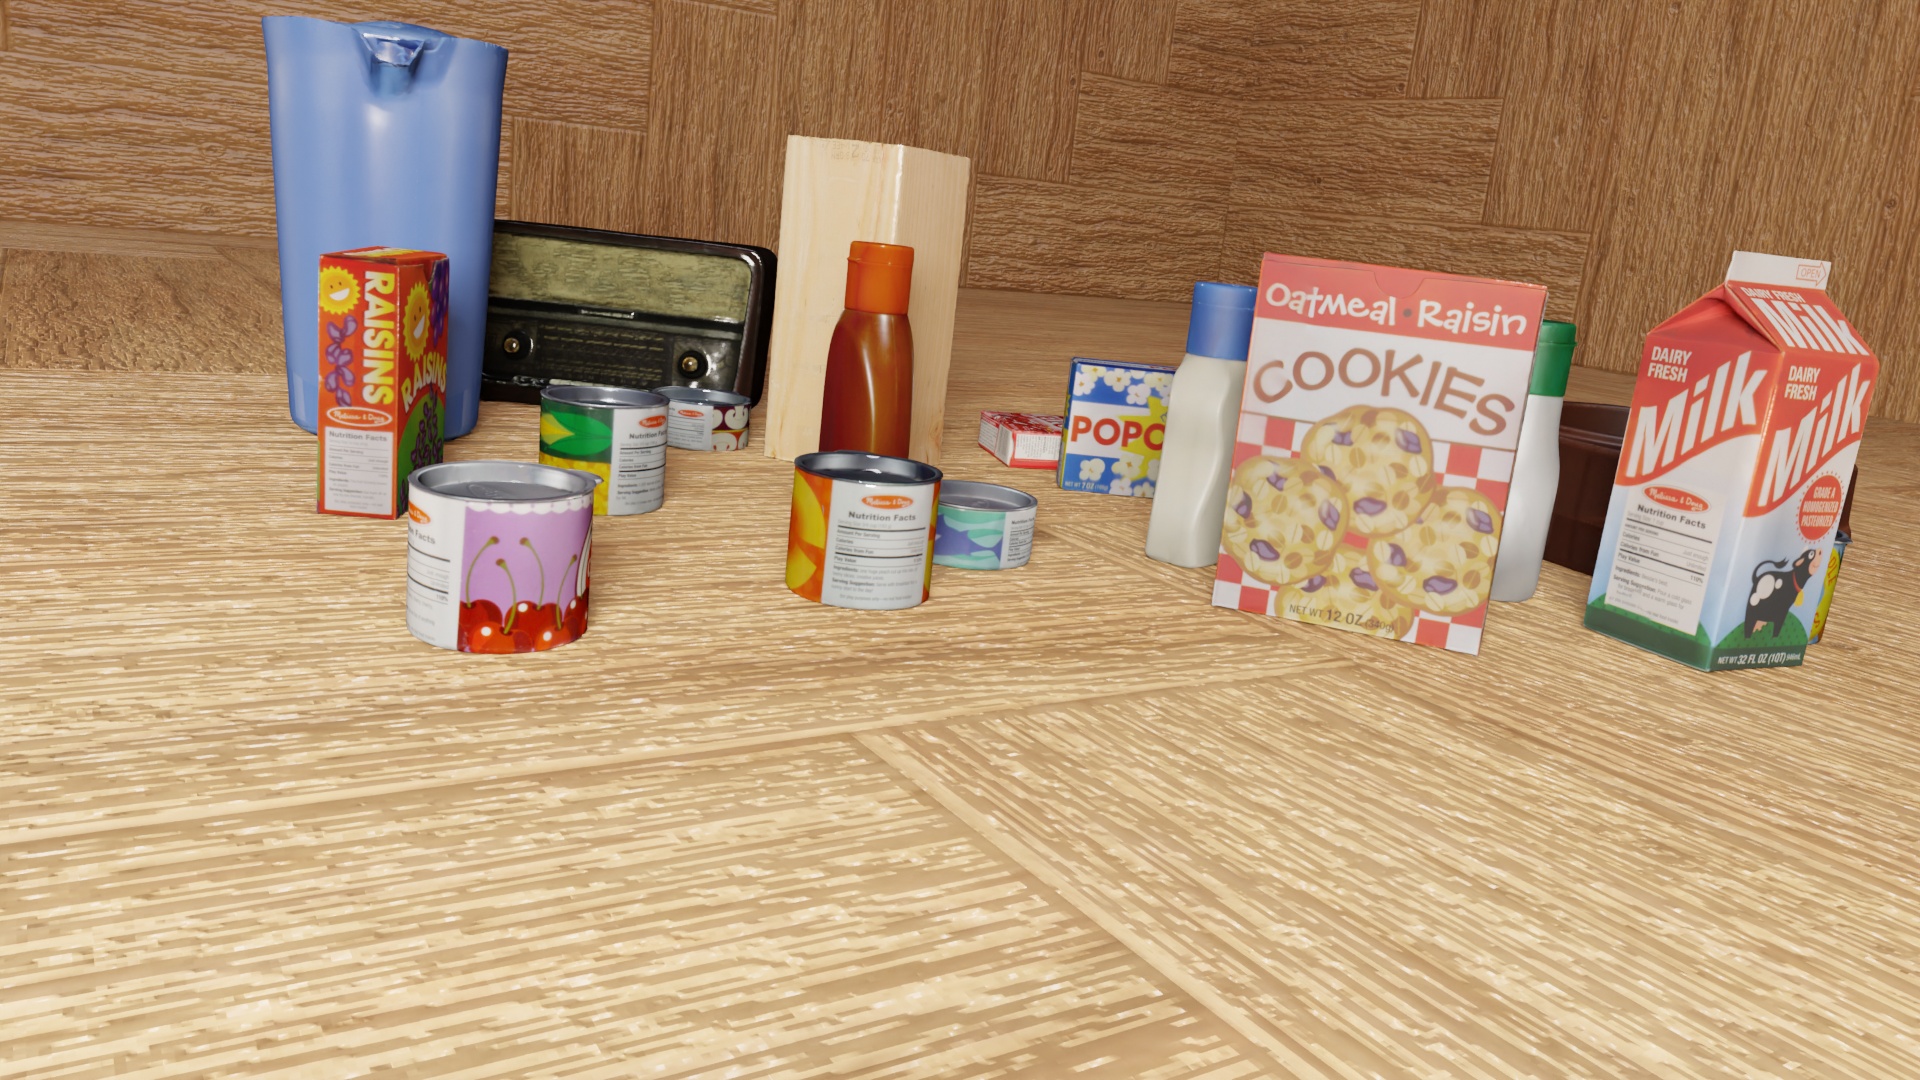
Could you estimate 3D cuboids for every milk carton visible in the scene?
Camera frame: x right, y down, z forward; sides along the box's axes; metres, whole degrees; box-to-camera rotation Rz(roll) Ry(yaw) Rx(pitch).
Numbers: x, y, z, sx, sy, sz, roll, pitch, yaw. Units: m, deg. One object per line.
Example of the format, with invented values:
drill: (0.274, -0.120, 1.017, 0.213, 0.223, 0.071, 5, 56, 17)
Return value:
milk carton: (0.369, -0.039, 0.661, 0.072, 0.190, 0.073, 0, 14, -26)

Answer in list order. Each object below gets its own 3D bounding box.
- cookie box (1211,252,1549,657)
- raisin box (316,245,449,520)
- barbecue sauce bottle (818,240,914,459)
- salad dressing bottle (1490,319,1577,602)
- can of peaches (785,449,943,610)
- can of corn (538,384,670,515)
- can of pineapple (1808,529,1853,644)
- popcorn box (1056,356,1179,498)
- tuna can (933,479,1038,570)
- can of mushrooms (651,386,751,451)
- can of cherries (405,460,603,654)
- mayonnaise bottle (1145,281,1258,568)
cookie box: (0.190, -0.042, 0.640, 0.123, 0.167, 0.040, 11, 13, 18)
raisin box: (-0.282, -0.080, 0.683, 0.040, 0.123, 0.086, 5, 13, -6)
barbecue sauce bottle: (-0.052, -0.095, 0.794, 0.044, 0.148, 0.065, -3, 16, -36)
salad dressing bottle: (0.293, -0.043, 0.736, 0.044, 0.147, 0.064, 6, 13, 0)
can of peaches: (-0.044, -0.006, 0.621, 0.071, 0.058, 0.071, 6, 13, -1)
can of corn: (-0.190, -0.049, 0.734, 0.071, 0.058, 0.071, 6, 13, -1)
can of pineapple: (0.423, 0.019, 0.730, 0.071, 0.057, 0.071, 6, 13, -1)
popcorn box: (0.130, -0.072, 0.917, 0.127, 0.085, 0.038, 6, 13, -3)
tuna can: (0.003, -0.009, 0.709, 0.071, 0.032, 0.071, 6, 13, -1)
can of mushrooms: (-0.174, -0.082, 0.935, 0.071, 0.033, 0.071, 6, 13, -1)
can of cherries: (-0.169, 0.005, 0.519, 0.071, 0.058, 0.071, 6, 13, -1)
mayonnaise bottle: (0.133, -0.062, 0.742, 0.041, 0.147, 0.065, 14, 15, 30)
